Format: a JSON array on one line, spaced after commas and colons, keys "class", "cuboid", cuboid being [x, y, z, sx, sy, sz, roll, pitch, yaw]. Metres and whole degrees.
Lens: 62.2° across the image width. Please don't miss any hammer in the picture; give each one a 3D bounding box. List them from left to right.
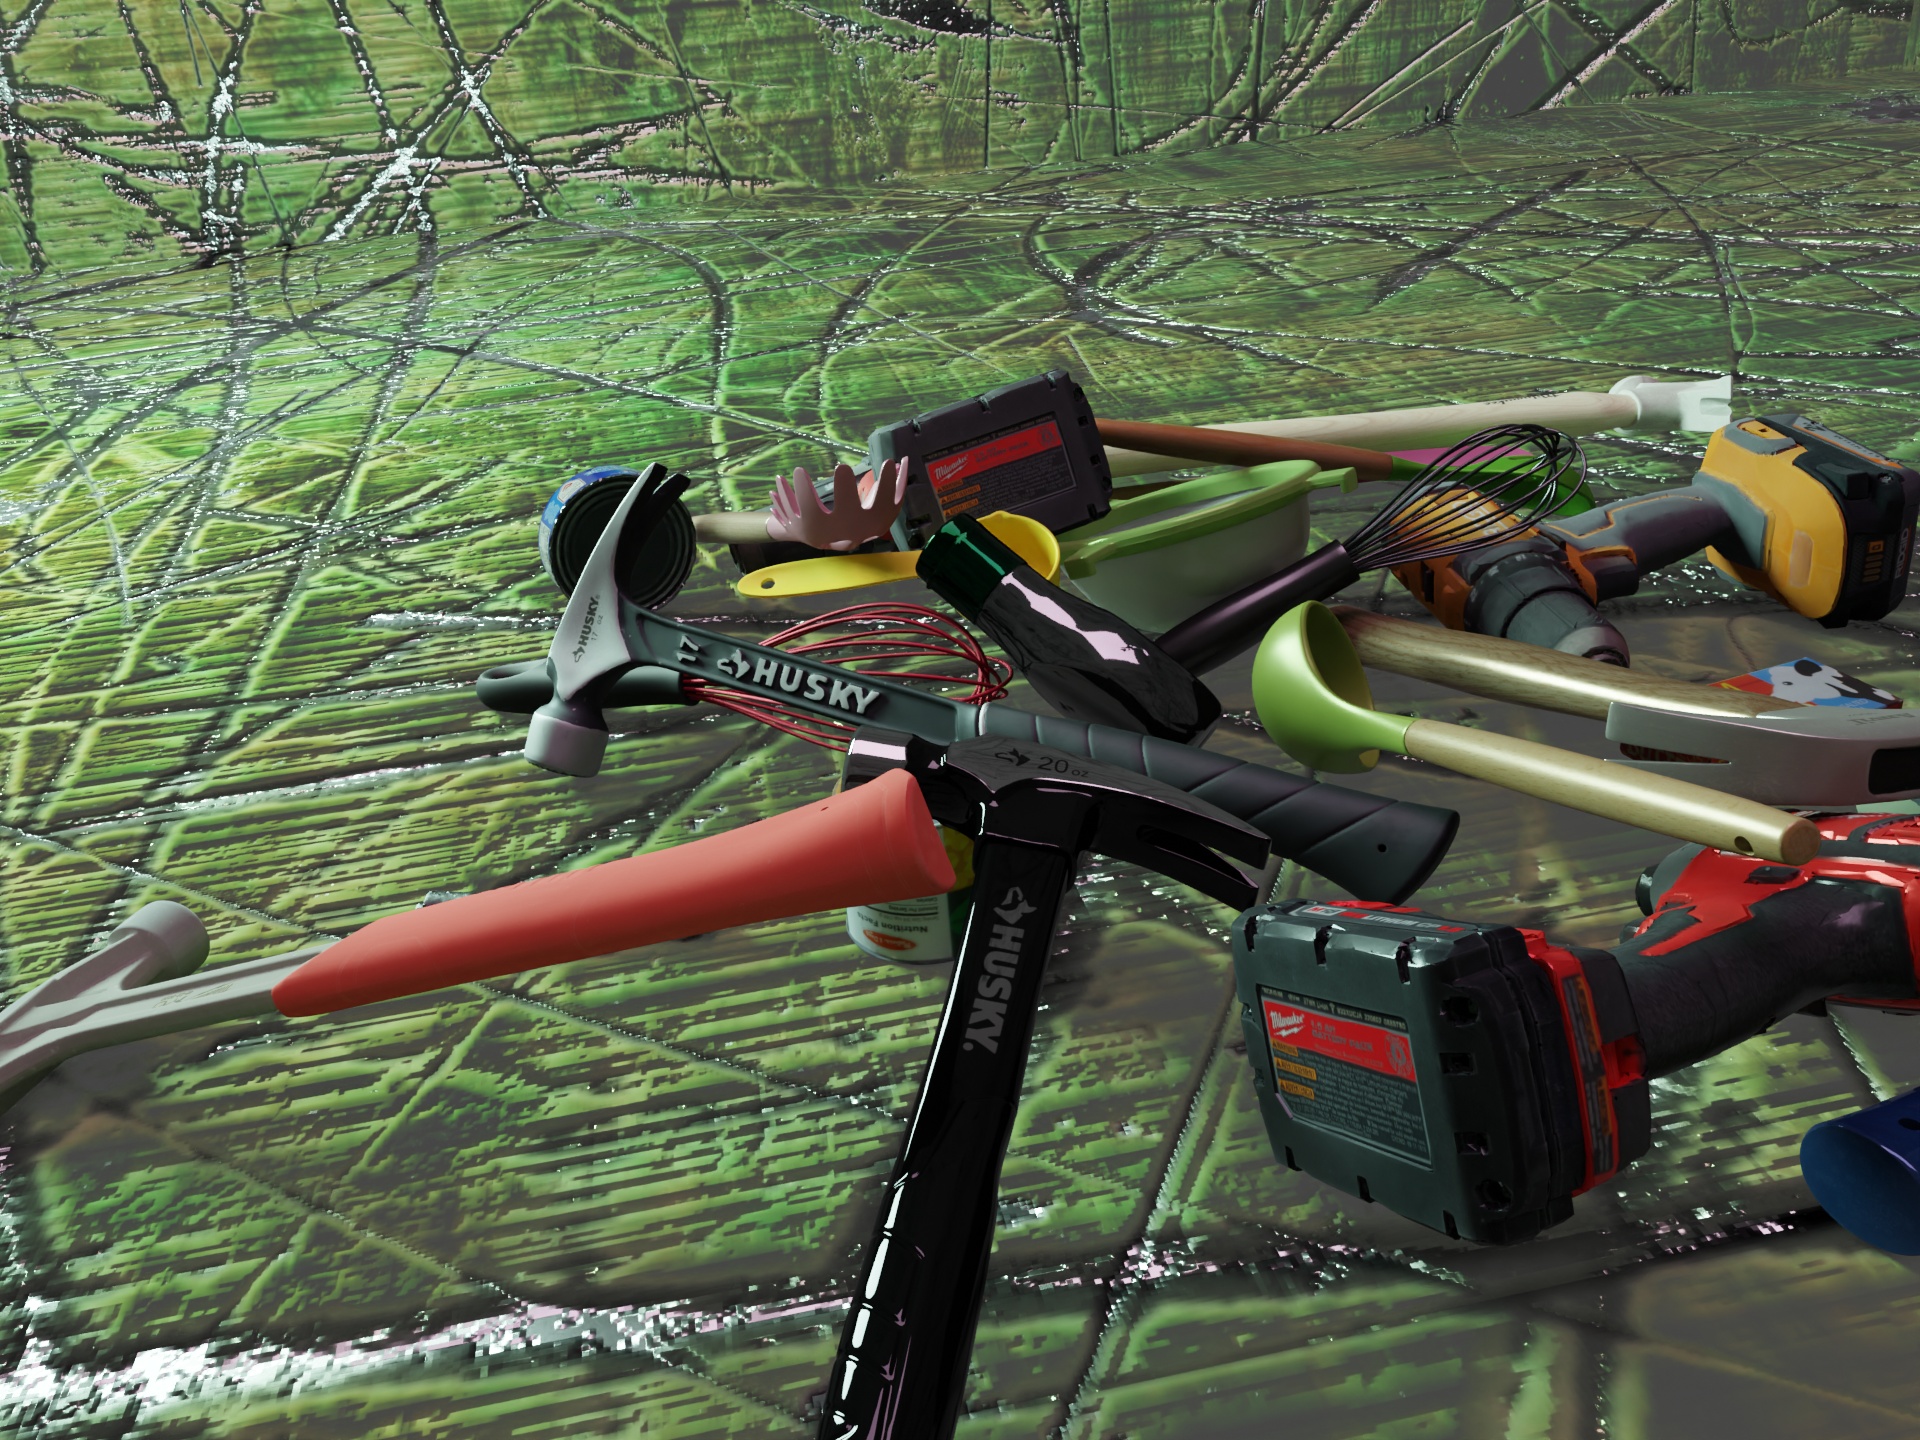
[{"class": "hammer", "cuboid": [-0.174, 0.077, 0.502, 0.359, 0.036, 0.149, -14, 21, 19]}, {"class": "hammer", "cuboid": [-0.001, -0.002, 0.664, 0.409, 0.149, 0.036, 15, 0, 23]}, {"class": "hammer", "cuboid": [0.004, 0.119, 0.433, 0.146, 0.035, 0.335, 10, 38, 6]}, {"class": "hammer", "cuboid": [0.247, -0.176, 0.973, 0.410, 0.038, 0.146, -4, 11, 3]}, {"class": "hammer", "cuboid": [0.239, -0.015, 0.641, 0.130, 0.031, 0.331, -6, 12, -18]}, {"class": "hammer", "cuboid": [0.425, 0.074, 0.505, 0.405, 0.035, 0.144, -15, 28, -20]}]

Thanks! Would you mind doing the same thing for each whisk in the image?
[{"class": "whisk", "cuboid": [-0.114, -0.019, 0.770, 0.296, 0.073, 0.073, 0, 26, 23]}, {"class": "whisk", "cuboid": [0.185, -0.073, 0.758, 0.239, 0.055, 0.055, -29, 25, 9]}]

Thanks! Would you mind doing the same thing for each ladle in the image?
[{"class": "ladle", "cuboid": [0.188, 0.004, 0.566, 0.062, 0.078, 0.320, -30, 14, -9]}]

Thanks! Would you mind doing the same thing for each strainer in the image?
[{"class": "strainer", "cuboid": [0.112, -0.090, 0.880, 0.151, 0.069, 0.256, -18, 10, -6]}]

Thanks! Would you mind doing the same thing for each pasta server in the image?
[{"class": "pasta server", "cuboid": [-0.105, -0.110, 0.845, 0.060, 0.040, 0.316, -10, 10, -24]}]

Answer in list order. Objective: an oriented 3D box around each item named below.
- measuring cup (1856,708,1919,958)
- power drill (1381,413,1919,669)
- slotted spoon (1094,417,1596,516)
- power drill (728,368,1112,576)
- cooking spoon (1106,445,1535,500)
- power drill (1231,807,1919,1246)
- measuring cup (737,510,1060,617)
[{"class": "measuring cup", "cuboid": [0.354, 0.050, 0.569, 0.083, 0.038, 0.167, 15, 37, 33]}, {"class": "power drill", "cuboid": [0.344, -0.076, 0.779, 0.226, 0.084, 0.186, -11, 29, -3]}, {"class": "slotted spoon", "cuboid": [0.218, -0.146, 0.897, 0.313, 0.031, 0.070, 4, 1, -15]}, {"class": "power drill", "cuboid": [-0.029, -0.124, 0.892, 0.188, 0.080, 0.227, -21, 10, -13]}, {"class": "cooking spoon", "cuboid": [0.212, -0.154, 1.024, 0.319, 0.017, 0.069, -7, 22, -5]}, {"class": "power drill", "cuboid": [0.200, 0.074, 0.474, 0.219, 0.078, 0.143, -12, 3, -21]}, {"class": "measuring cup", "cuboid": [-0.029, -0.065, 0.767, 0.156, 0.029, 0.062, -5, 52, 7]}]
